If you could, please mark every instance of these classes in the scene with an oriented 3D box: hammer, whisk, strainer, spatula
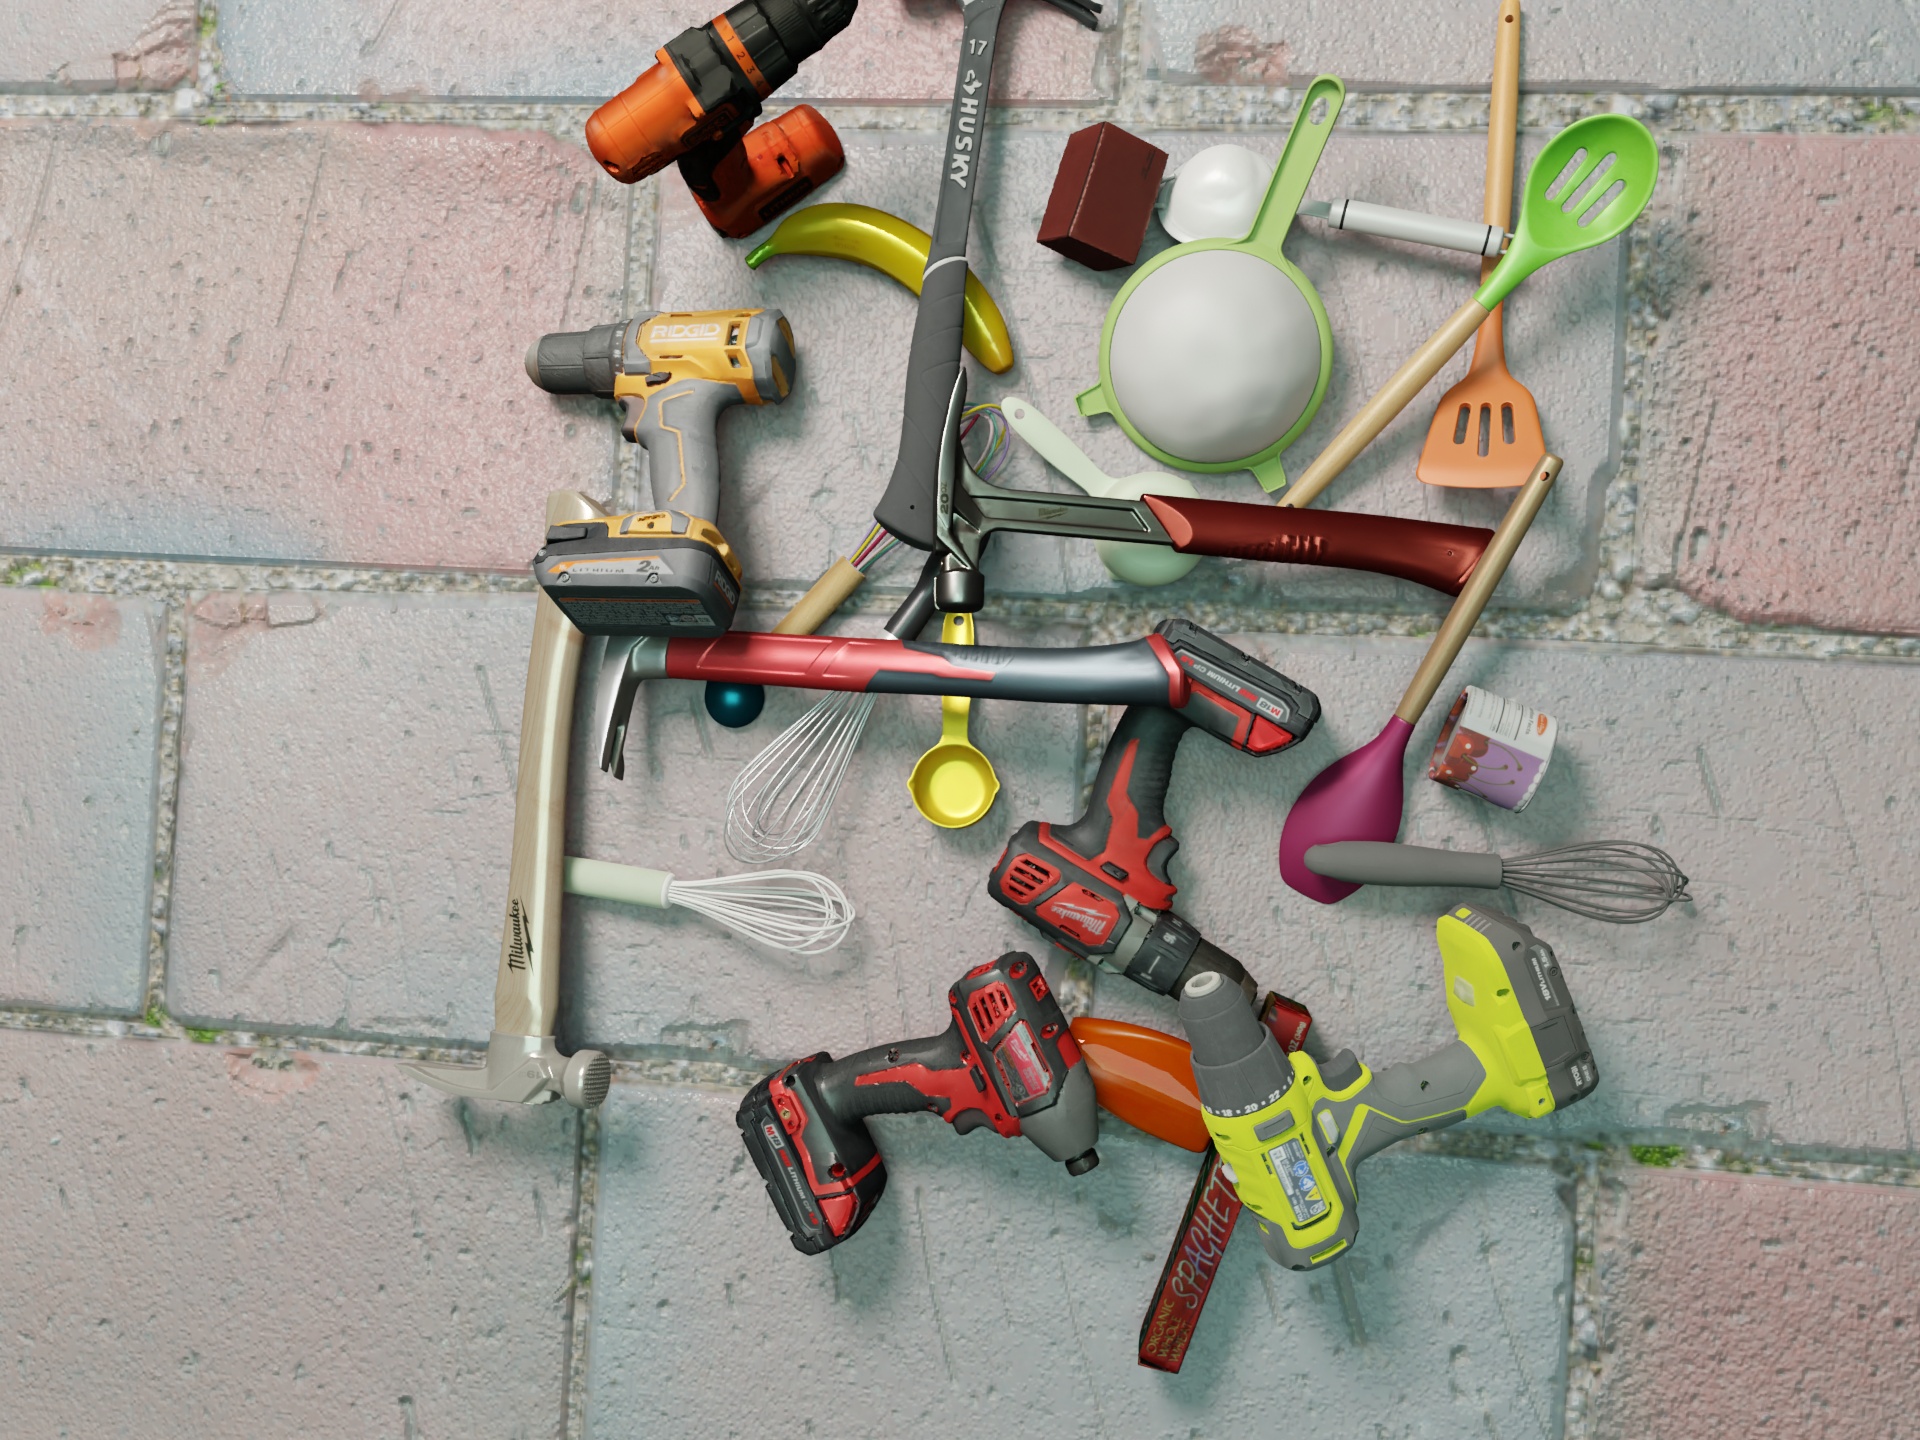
[{"bbox_3d":[-0.002,-0.310,1.030,0.149,0.036,0.409,8,82,-2],"label":"hammer"},{"bbox_3d":[0.338,0.097,1.005,0.239,0.055,0.055,4,90,6],"label":"whisk"},{"bbox_3d":[0.178,-0.274,0.989,0.151,0.069,0.256,24,111,5],"label":"strainer"},{"bbox_3d":[-0.067,-0.023,1.062,0.070,0.070,0.284,35,89,6],"label":"whisk"},{"bbox_3d":[0.162,-0.130,0.999,0.359,0.036,0.149,4,85,-7],"label":"hammer"},{"bbox_3d":[-0.190,0.116,1.080,0.246,0.059,0.057,8,107,12],"label":"whisk"},{"bbox_3d":[-0.291,0.047,1.076,0.146,0.038,0.411,2,83,17],"label":"hammer"},{"bbox_3d":[0.235,-0.329,1.019,0.258,0.050,0.087,14,69,11],"label":"strainer"},{"bbox_3d":[-0.050,-0.020,1.009,0.386,0.038,0.143,4,75,17],"label":"hammer"},{"bbox_3d":[-0.059,-0.121,1.067,0.051,0.047,0.245,45,98,4],"label":"whisk"},{"bbox_3d":[0.343,-0.306,1.019,0.081,0.041,0.322,3,88,19],"label":"spatula"}]

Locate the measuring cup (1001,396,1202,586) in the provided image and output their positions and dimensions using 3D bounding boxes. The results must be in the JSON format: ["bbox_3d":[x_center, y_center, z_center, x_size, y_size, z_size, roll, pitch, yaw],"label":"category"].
[{"bbox_3d":[0.092,-0.154,1.037,0.167,0.038,0.083,41,94,-5],"label":"measuring cup"}]

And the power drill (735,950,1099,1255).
[{"bbox_3d":[-0.020,0.252,1.019,0.219,0.078,0.143,-28,86,17],"label":"power drill"}]

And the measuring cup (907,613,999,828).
[{"bbox_3d":[-0.002,-0.003,1.072,0.062,0.029,0.157,0,78,7],"label":"measuring cup"}]

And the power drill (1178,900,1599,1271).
[{"bbox_3d":[0.253,0.204,0.970,0.228,0.080,0.190,-25,103,-6],"label":"power drill"}]

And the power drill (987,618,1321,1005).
[{"bbox_3d":[0.146,0.067,1.024,0.188,0.080,0.226,31,96,7],"label":"power drill"}]

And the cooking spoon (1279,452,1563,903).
[{"bbox_3d":[0.294,-0.023,1.009,0.069,0.017,0.319,28,104,6],"label":"cooking spoon"}]

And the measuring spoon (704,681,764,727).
[{"bbox_3d":[-0.180,-0.053,1.090,0.042,0.021,0.128,-33,85,6],"label":"measuring spoon"}]

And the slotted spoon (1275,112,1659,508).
[{"bbox_3d":[0.306,-0.242,0.998,0.070,0.031,0.313,43,109,2],"label":"slotted spoon"}]

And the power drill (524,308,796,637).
[{"bbox_3d":[-0.214,-0.171,1.041,0.185,0.084,0.226,2,66,13],"label":"power drill"}]
